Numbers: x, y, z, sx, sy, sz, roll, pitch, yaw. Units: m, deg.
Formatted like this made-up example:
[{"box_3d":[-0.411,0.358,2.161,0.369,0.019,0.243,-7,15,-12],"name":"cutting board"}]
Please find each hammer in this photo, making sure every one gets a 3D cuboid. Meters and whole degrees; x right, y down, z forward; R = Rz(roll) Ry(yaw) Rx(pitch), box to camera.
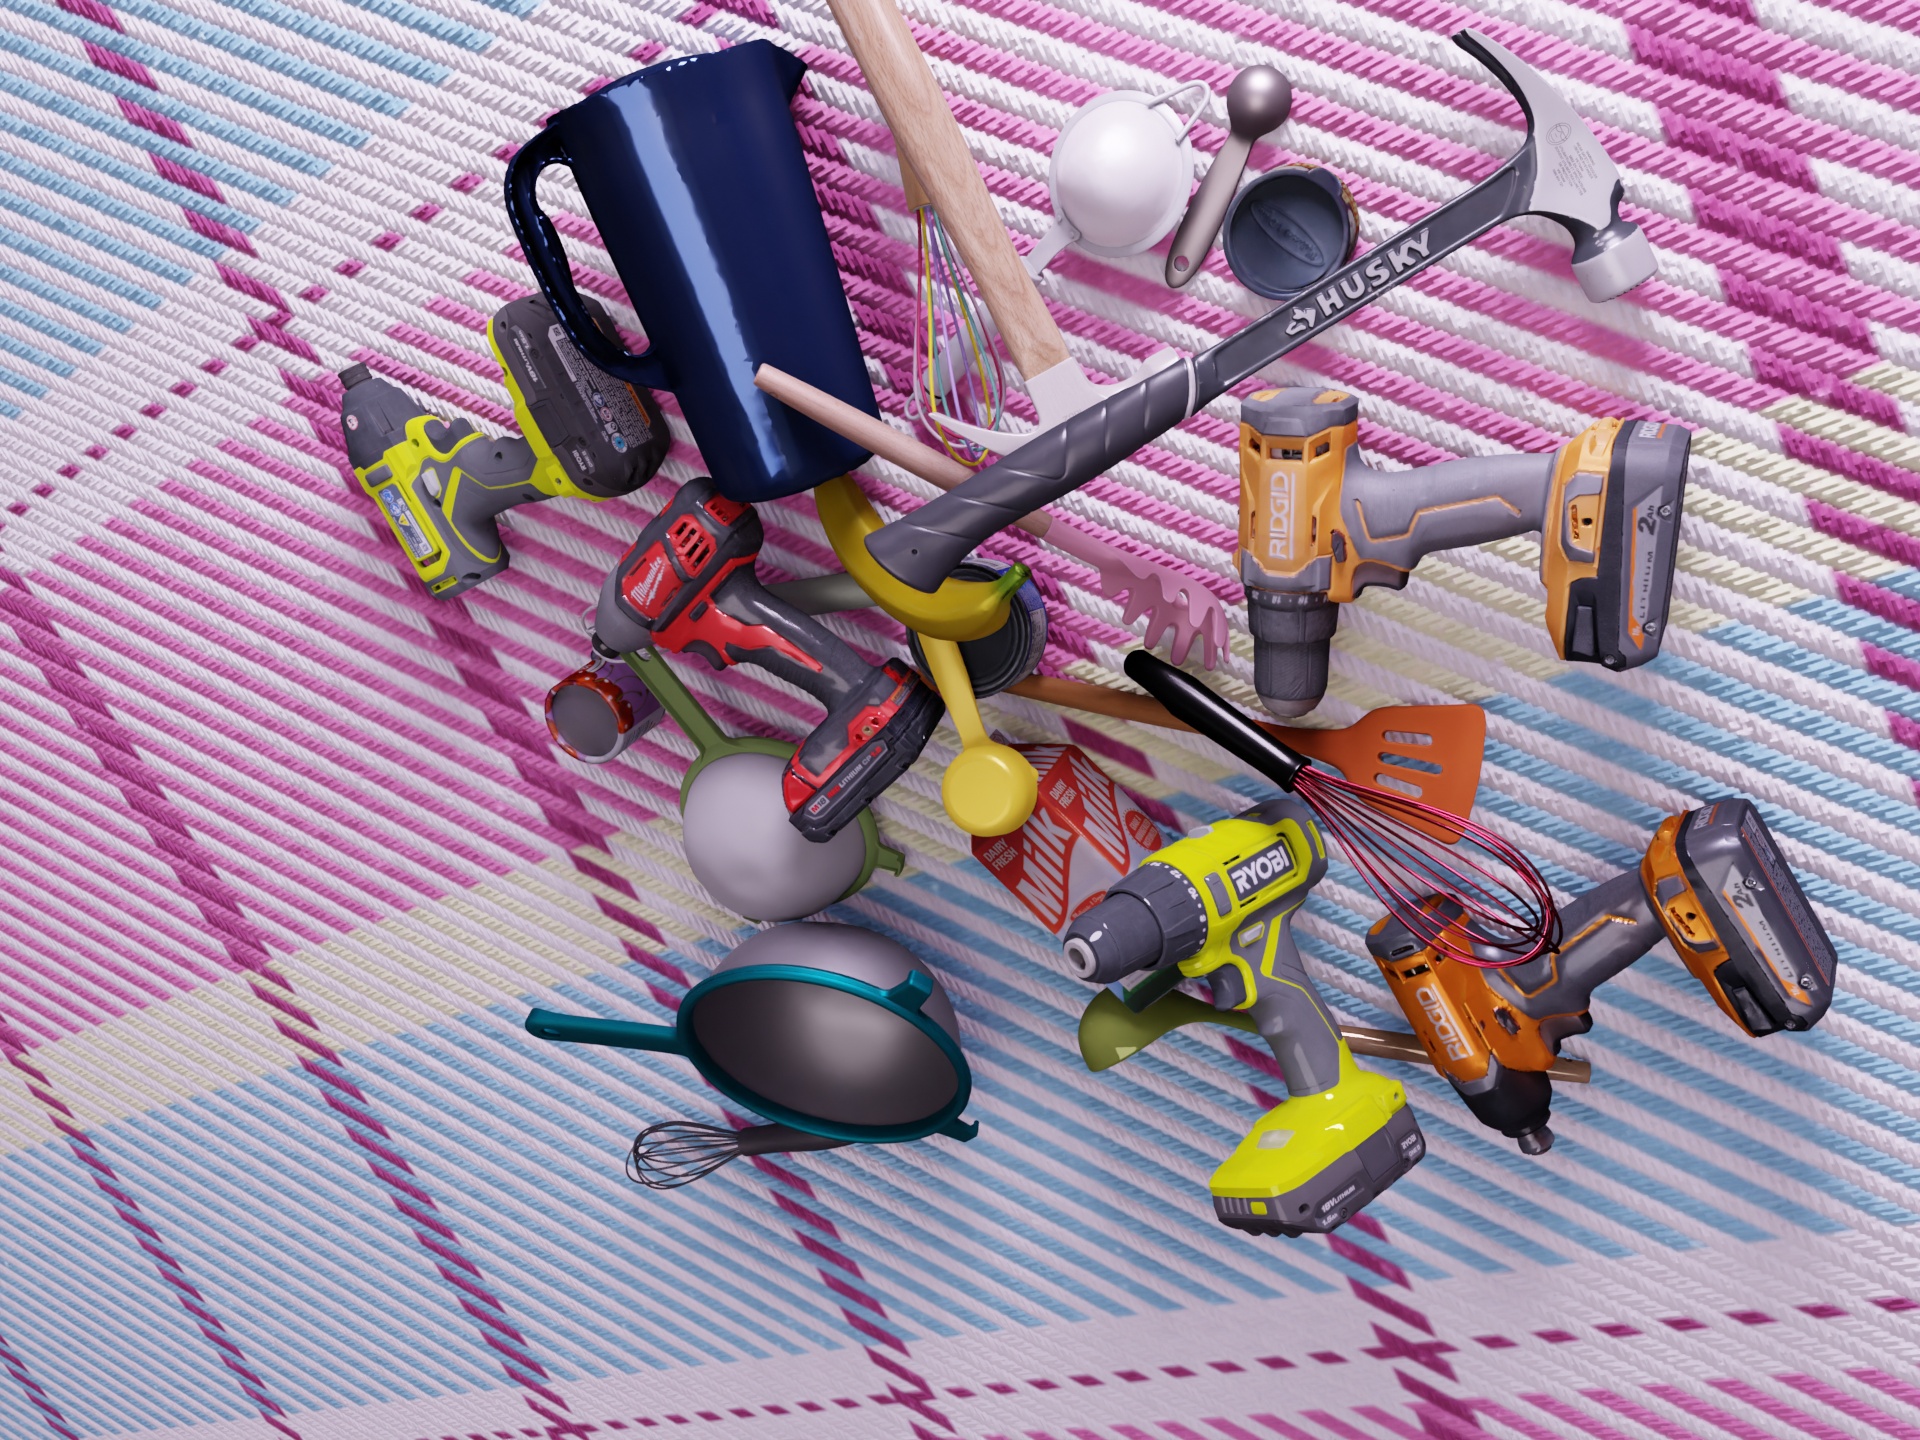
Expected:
[{"box_3d":[0.129,-0.183,0.803,0.409,0.036,0.149,-30,101,11],"name":"hammer"},{"box_3d":[-0.009,-0.285,0.834,0.130,0.031,0.331,-27,95,8],"name":"hammer"}]

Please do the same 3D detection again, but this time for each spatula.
[{"box_3d":[0.150,0.001,0.964,0.323,0.041,0.081,12,95,21],"name":"spatula"}]

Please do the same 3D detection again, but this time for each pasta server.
[{"box_3d":[0.023,-0.116,0.909,0.316,0.040,0.060,26,162,-14],"name":"pasta server"}]

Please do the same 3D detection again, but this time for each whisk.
[{"box_3d":[0.206,0.043,0.894,0.296,0.073,0.073,37,126,27],"name":"whisk"},{"box_3d":[-0.015,-0.263,0.881,0.051,0.047,0.245,0,102,67],"name":"whisk"},{"box_3d":[-0.150,-0.075,1.067,0.246,0.058,0.059,-6,146,24],"name":"whisk"},{"box_3d":[-0.172,0.341,1.277,0.239,0.055,0.055,-15,107,26],"name":"whisk"}]

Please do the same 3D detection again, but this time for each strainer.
[{"box_3d":[-0.165,0.050,1.088,0.151,0.069,0.256,-21,116,31],"name":"strainer"},{"box_3d":[0.042,-0.255,0.890,0.258,0.050,0.087,-44,76,37],"name":"strainer"},{"box_3d":[-0.148,0.205,1.149,0.340,0.095,0.210,2,136,17],"name":"strainer"}]

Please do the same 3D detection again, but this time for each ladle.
[{"box_3d":[0.233,0.214,1.023,0.320,0.078,0.062,5,101,16],"name":"ladle"}]

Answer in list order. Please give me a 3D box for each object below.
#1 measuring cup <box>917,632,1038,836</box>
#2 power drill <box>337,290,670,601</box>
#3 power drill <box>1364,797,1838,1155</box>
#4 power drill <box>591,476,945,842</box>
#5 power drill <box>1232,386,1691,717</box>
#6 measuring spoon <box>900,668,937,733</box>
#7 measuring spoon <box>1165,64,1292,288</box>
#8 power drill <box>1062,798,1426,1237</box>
[{"box_3d":[-0.002,-0.003,0.969,0.062,0.029,0.156,-21,88,20],"name":"measuring cup"},{"box_3d":[-0.317,-0.191,1.065,0.223,0.080,0.171,-18,106,34],"name":"power drill"},{"box_3d":[0.365,0.153,0.905,0.226,0.084,0.164,-29,89,35],"name":"power drill"},{"box_3d":[-0.130,-0.035,1.013,0.219,0.079,0.143,44,117,-7],"name":"power drill"},{"box_3d":[0.256,-0.080,0.850,0.226,0.084,0.185,9,114,26],"name":"power drill"},{"box_3d":[-0.020,-0.030,1.044,0.021,0.011,0.117,35,123,6],"name":"measuring spoon"},{"box_3d":[0.136,-0.284,0.843,0.034,0.018,0.124,30,124,8],"name":"measuring spoon"},{"box_3d":[0.165,0.177,0.927,0.080,0.190,0.228,-22,90,53],"name":"power drill"}]
